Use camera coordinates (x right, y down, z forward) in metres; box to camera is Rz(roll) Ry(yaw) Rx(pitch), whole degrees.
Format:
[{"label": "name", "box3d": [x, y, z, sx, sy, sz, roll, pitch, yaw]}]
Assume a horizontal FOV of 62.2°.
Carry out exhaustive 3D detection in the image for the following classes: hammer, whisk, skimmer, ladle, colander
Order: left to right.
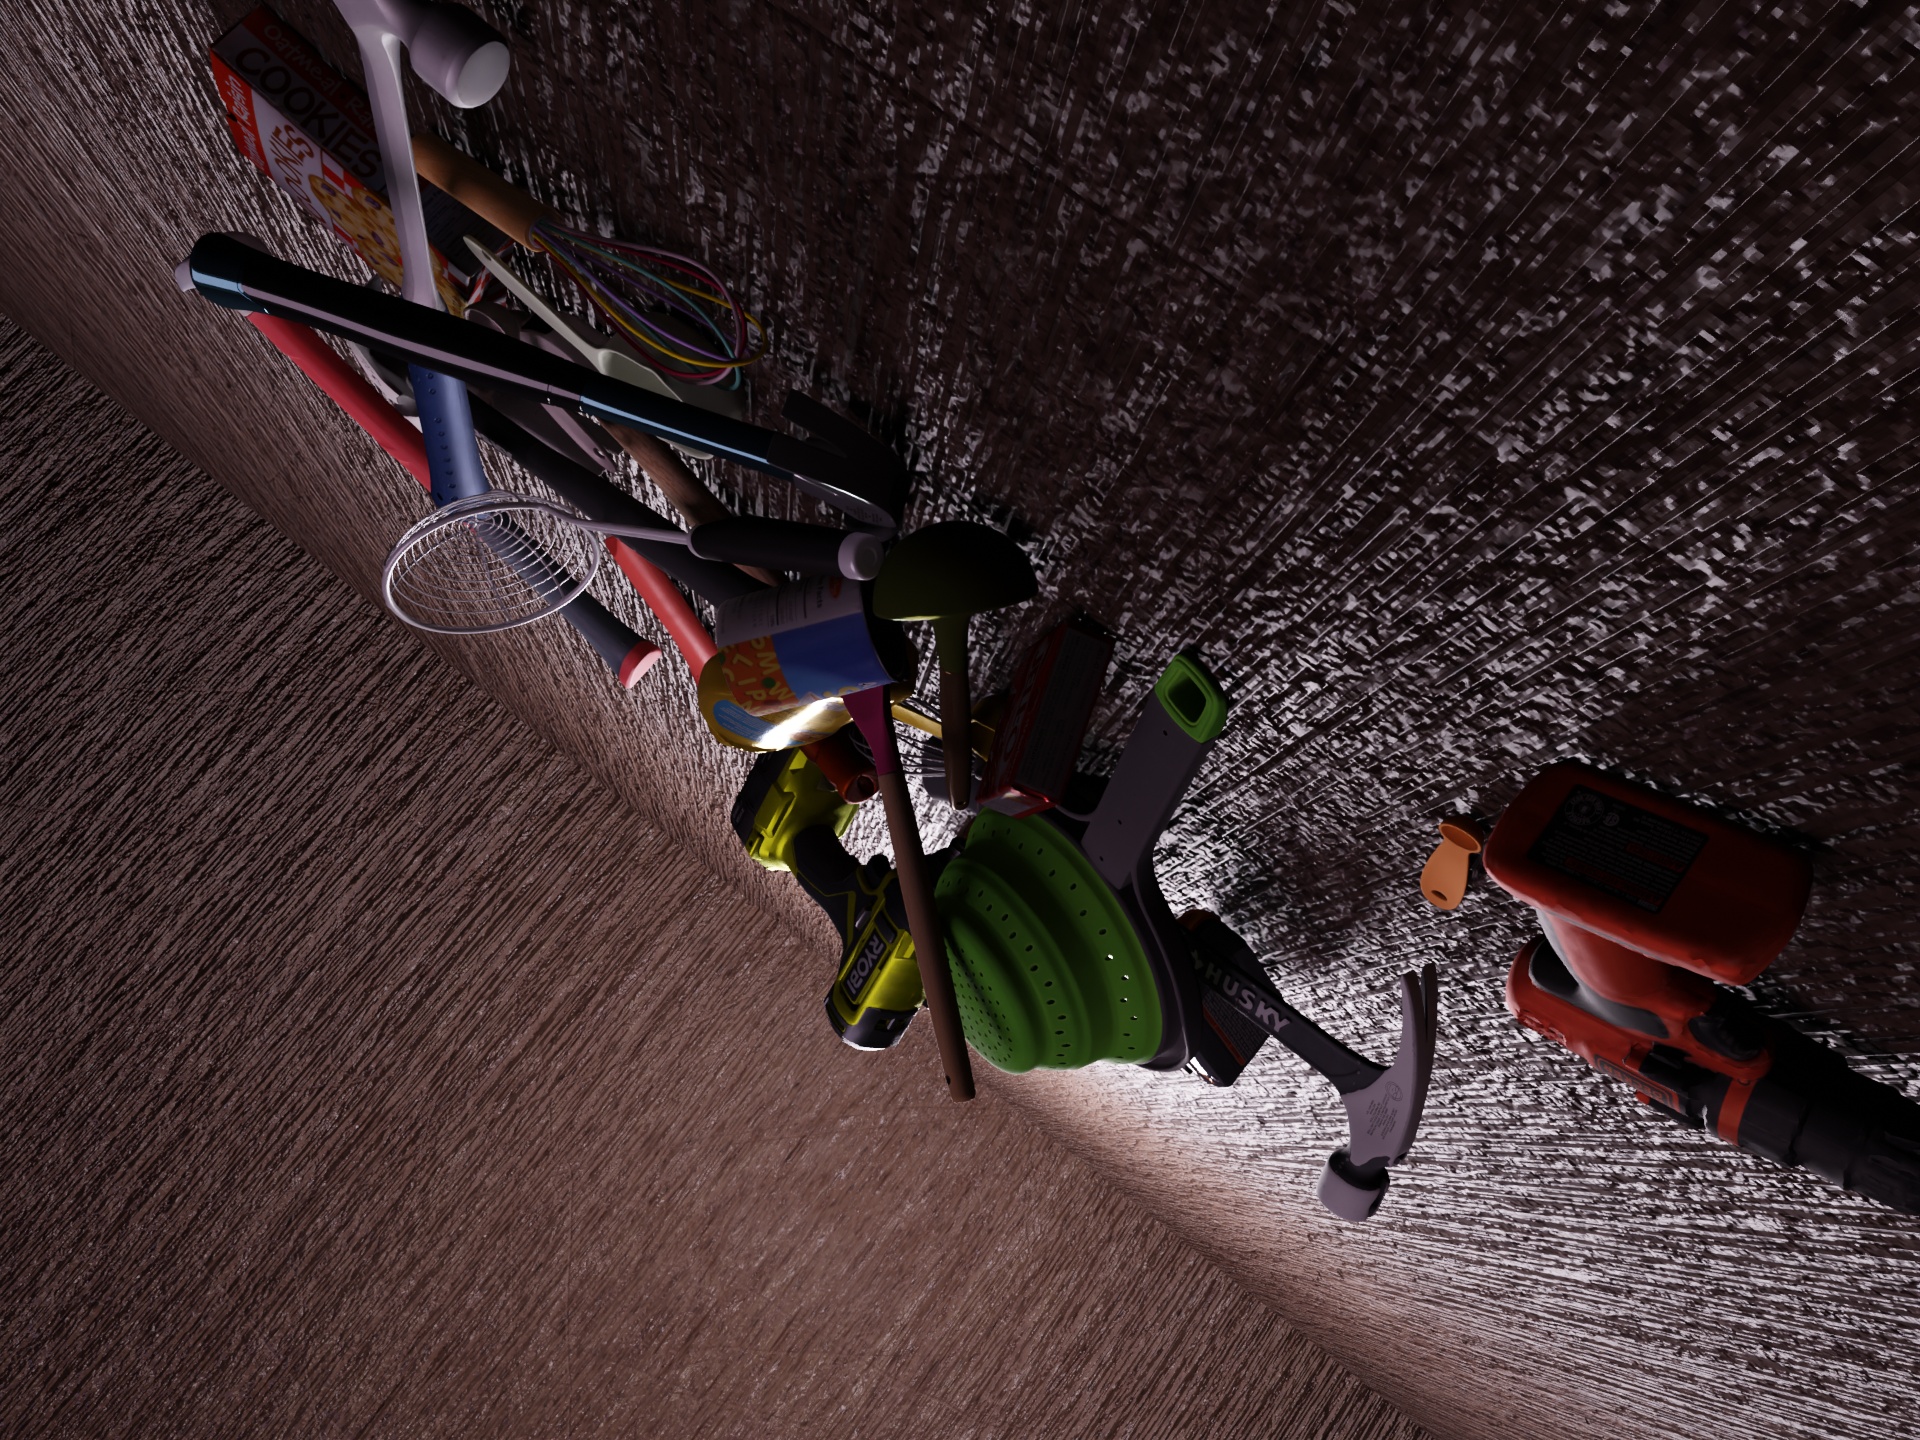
[{"label": "hammer", "box3d": [-0.277, -0.225, 0.805, 0.144, 0.035, 0.405, 40, 155, 8]}, {"label": "hammer", "box3d": [-0.345, -0.160, 1.049, 0.385, 0.038, 0.143, 48, 164, -31]}, {"label": "hammer", "box3d": [-0.249, -0.155, 0.978, 0.335, 0.035, 0.146, 34, 164, 16]}, {"label": "hammer", "box3d": [-0.182, -0.153, 0.724, 0.331, 0.033, 0.128, 18, 175, -2]}, {"label": "whisk", "box3d": [-0.181, -0.222, 0.752, 0.245, 0.047, 0.051, 36, 167, 25]}, {"label": "skimmer", "box3d": [-0.182, -0.073, 0.865, 0.363, 0.090, 0.127, 11, 180, 41]}, {"label": "hammer", "box3d": [-0.235, -0.114, 1.188, 0.149, 0.037, 0.358, 30, 162, 30]}, {"label": "hammer", "box3d": [-0.151, -0.121, 0.983, 0.130, 0.031, 0.331, 22, 158, 48]}, {"label": "ladle", "box3d": [-0.001, -0.008, 0.853, 0.320, 0.078, 0.062, 88, 173, -64]}, {"label": "whisk", "box3d": [0.015, 0.026, 1.005, 0.239, 0.055, 0.055, 18, 155, 41]}, {"label": "colander", "box3d": [0.051, 0.095, 0.857, 0.205, 0.094, 0.396, 52, 154, 20]}, {"label": "hammer", "box3d": [0.111, 0.115, 0.963, 0.036, 0.149, 0.409, -8, -147, -43]}]

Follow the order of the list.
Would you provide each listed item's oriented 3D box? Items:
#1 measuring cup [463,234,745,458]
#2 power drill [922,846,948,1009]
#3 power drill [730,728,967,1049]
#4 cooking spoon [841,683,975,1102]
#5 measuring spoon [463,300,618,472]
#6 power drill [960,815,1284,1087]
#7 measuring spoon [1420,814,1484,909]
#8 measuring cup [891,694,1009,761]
[{"label": "measuring cup", "box3d": [-0.178, -0.201, 0.807, 0.167, 0.038, 0.083, 40, 165, 1]}, {"label": "power drill", "box3d": [0.033, 0.188, 1.268, 0.190, 0.080, 0.228, 38, -172, 7]}, {"label": "power drill", "box3d": [-0.072, 0.099, 1.146, 0.080, 0.171, 0.223, 7, -147, -40]}, {"label": "cooking spoon", "box3d": [-0.033, 0.055, 0.890, 0.069, 0.017, 0.319, -23, 78, 58]}, {"label": "measuring spoon", "box3d": [-0.230, -0.188, 0.892, 0.034, 0.018, 0.124, 11, 148, 46]}, {"label": "power drill", "box3d": [0.111, 0.156, 1.100, 0.227, 0.084, 0.164, 30, 164, 42]}, {"label": "measuring spoon", "box3d": [0.221, 0.064, 0.713, 0.021, 0.011, 0.116, 32, 167, 21]}, {"label": "measuring cup", "box3d": [-0.002, -0.003, 0.980, 0.157, 0.029, 0.062, 21, 155, 47]}]
